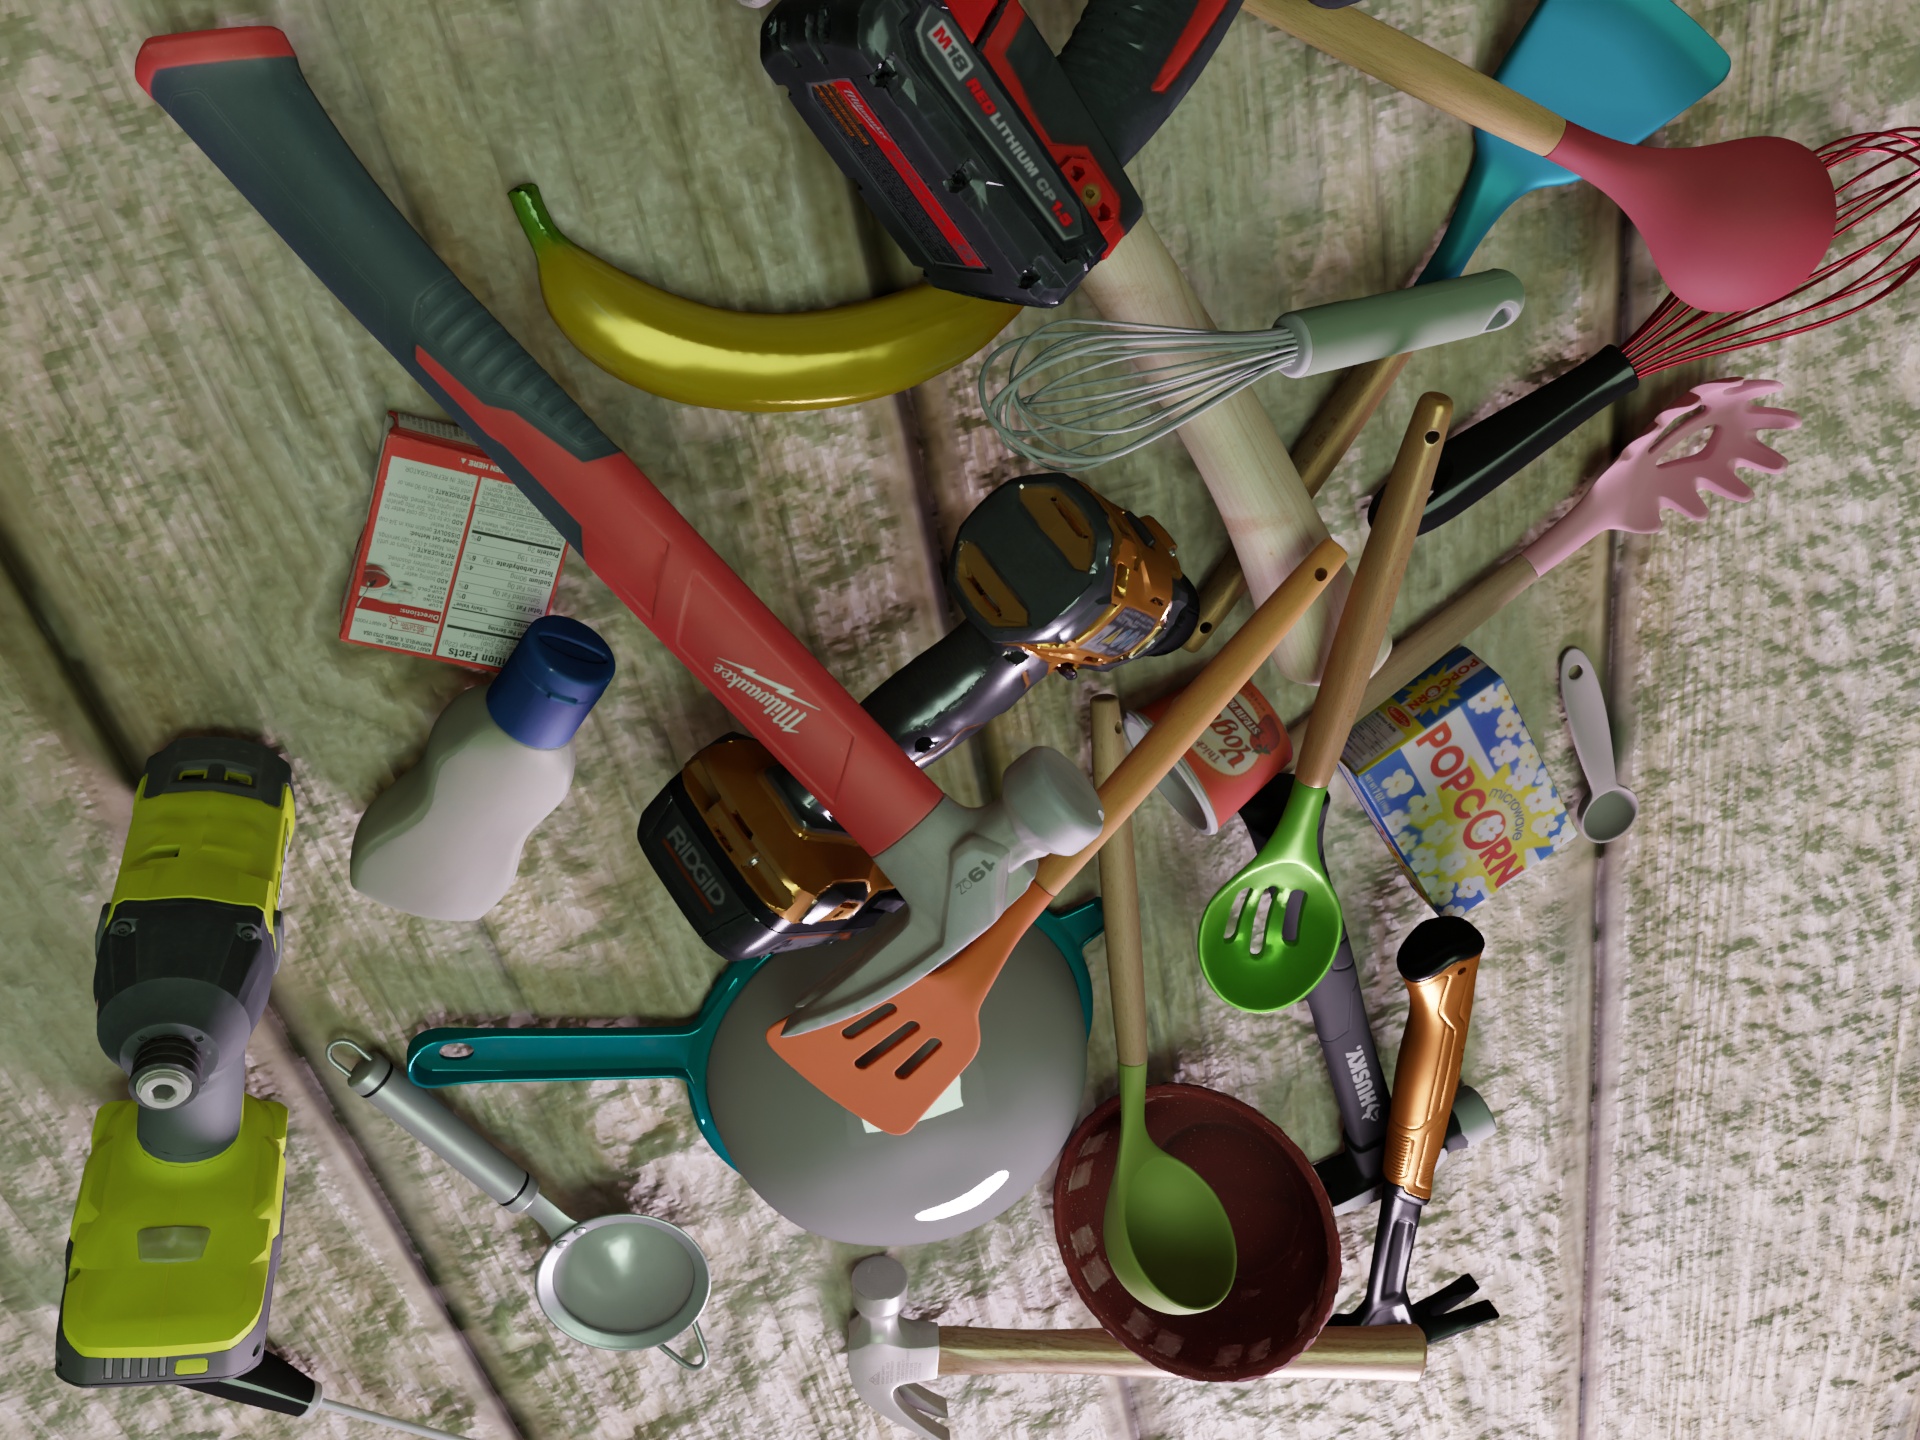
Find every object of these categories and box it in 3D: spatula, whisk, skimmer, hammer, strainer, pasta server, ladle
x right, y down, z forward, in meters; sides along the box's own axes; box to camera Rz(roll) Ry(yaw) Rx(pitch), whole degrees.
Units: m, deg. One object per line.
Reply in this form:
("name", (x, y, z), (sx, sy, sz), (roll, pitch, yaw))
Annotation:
("spatula", (0.048, 0.048, 0.672), (0.081, 0.041, 0.322), (40, 94, -15))
("whisk", (0.309, -0.167, 0.700), (0.296, 0.073, 0.073), (-33, 124, 8))
("skimmer", (-0.283, 0.390, 0.804), (0.363, 0.090, 0.127), (33, 136, -29))
("hammer", (0.076, -0.169, 0.610), (0.146, 0.038, 0.410), (-43, 122, -5))
("hammer", (-0.130, -0.062, 0.535), (0.143, 0.038, 0.386), (-40, 99, 19))
("hammer", (0.260, 0.243, 0.891), (0.127, 0.034, 0.336), (-12, 125, -13))
("strainer", (-0.206, 0.230, 0.767), (0.087, 0.050, 0.258), (-35, 118, 8))
("strainer", (-0.080, 0.180, 0.747), (0.340, 0.095, 0.211), (4, 118, -22))
("pasta server", (0.252, -0.054, 0.758), (0.316, 0.040, 0.060), (-39, 115, 7))
("whisk", (0.117, -0.139, 0.596), (0.246, 0.059, 0.057), (-17, 155, -24))
("hammer", (0.101, 0.364, 0.911), (0.331, 0.031, 0.130), (2, 122, -3))
("ladle", (0.092, 0.141, 0.764), (0.078, 0.062, 0.320), (-29, 119, -50))
("spatula", (0.185, -0.156, 0.672), (0.082, 0.044, 0.317), (26, 110, -18))
("hammer", (0.196, 0.155, 0.851), (0.146, 0.035, 0.334), (-27, 127, -3))
("ladle", (0.204, -0.234, 0.604), (0.315, 0.031, 0.069), (20, 117, -12))

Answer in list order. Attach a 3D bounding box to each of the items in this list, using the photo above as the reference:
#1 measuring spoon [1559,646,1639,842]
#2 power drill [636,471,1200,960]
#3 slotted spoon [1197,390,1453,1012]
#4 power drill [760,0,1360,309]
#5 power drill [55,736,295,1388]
("measuring spoon", (0.331, 0.011, 0.840), (0.034, 0.018, 0.124), (-25, 117, -2))
("power drill", (-0.001, -0.002, 0.654), (0.226, 0.084, 0.185), (-42, 163, 16))
("slotted spoon", (0.162, 0.005, 0.694), (0.070, 0.031, 0.313), (4, 124, -7))
("power drill", (0.043, -0.262, 0.493), (0.227, 0.080, 0.187), (-47, 123, -8))
("power drill", (-0.297, 0.142, 0.609), (0.080, 0.171, 0.223), (5, 120, -21))
